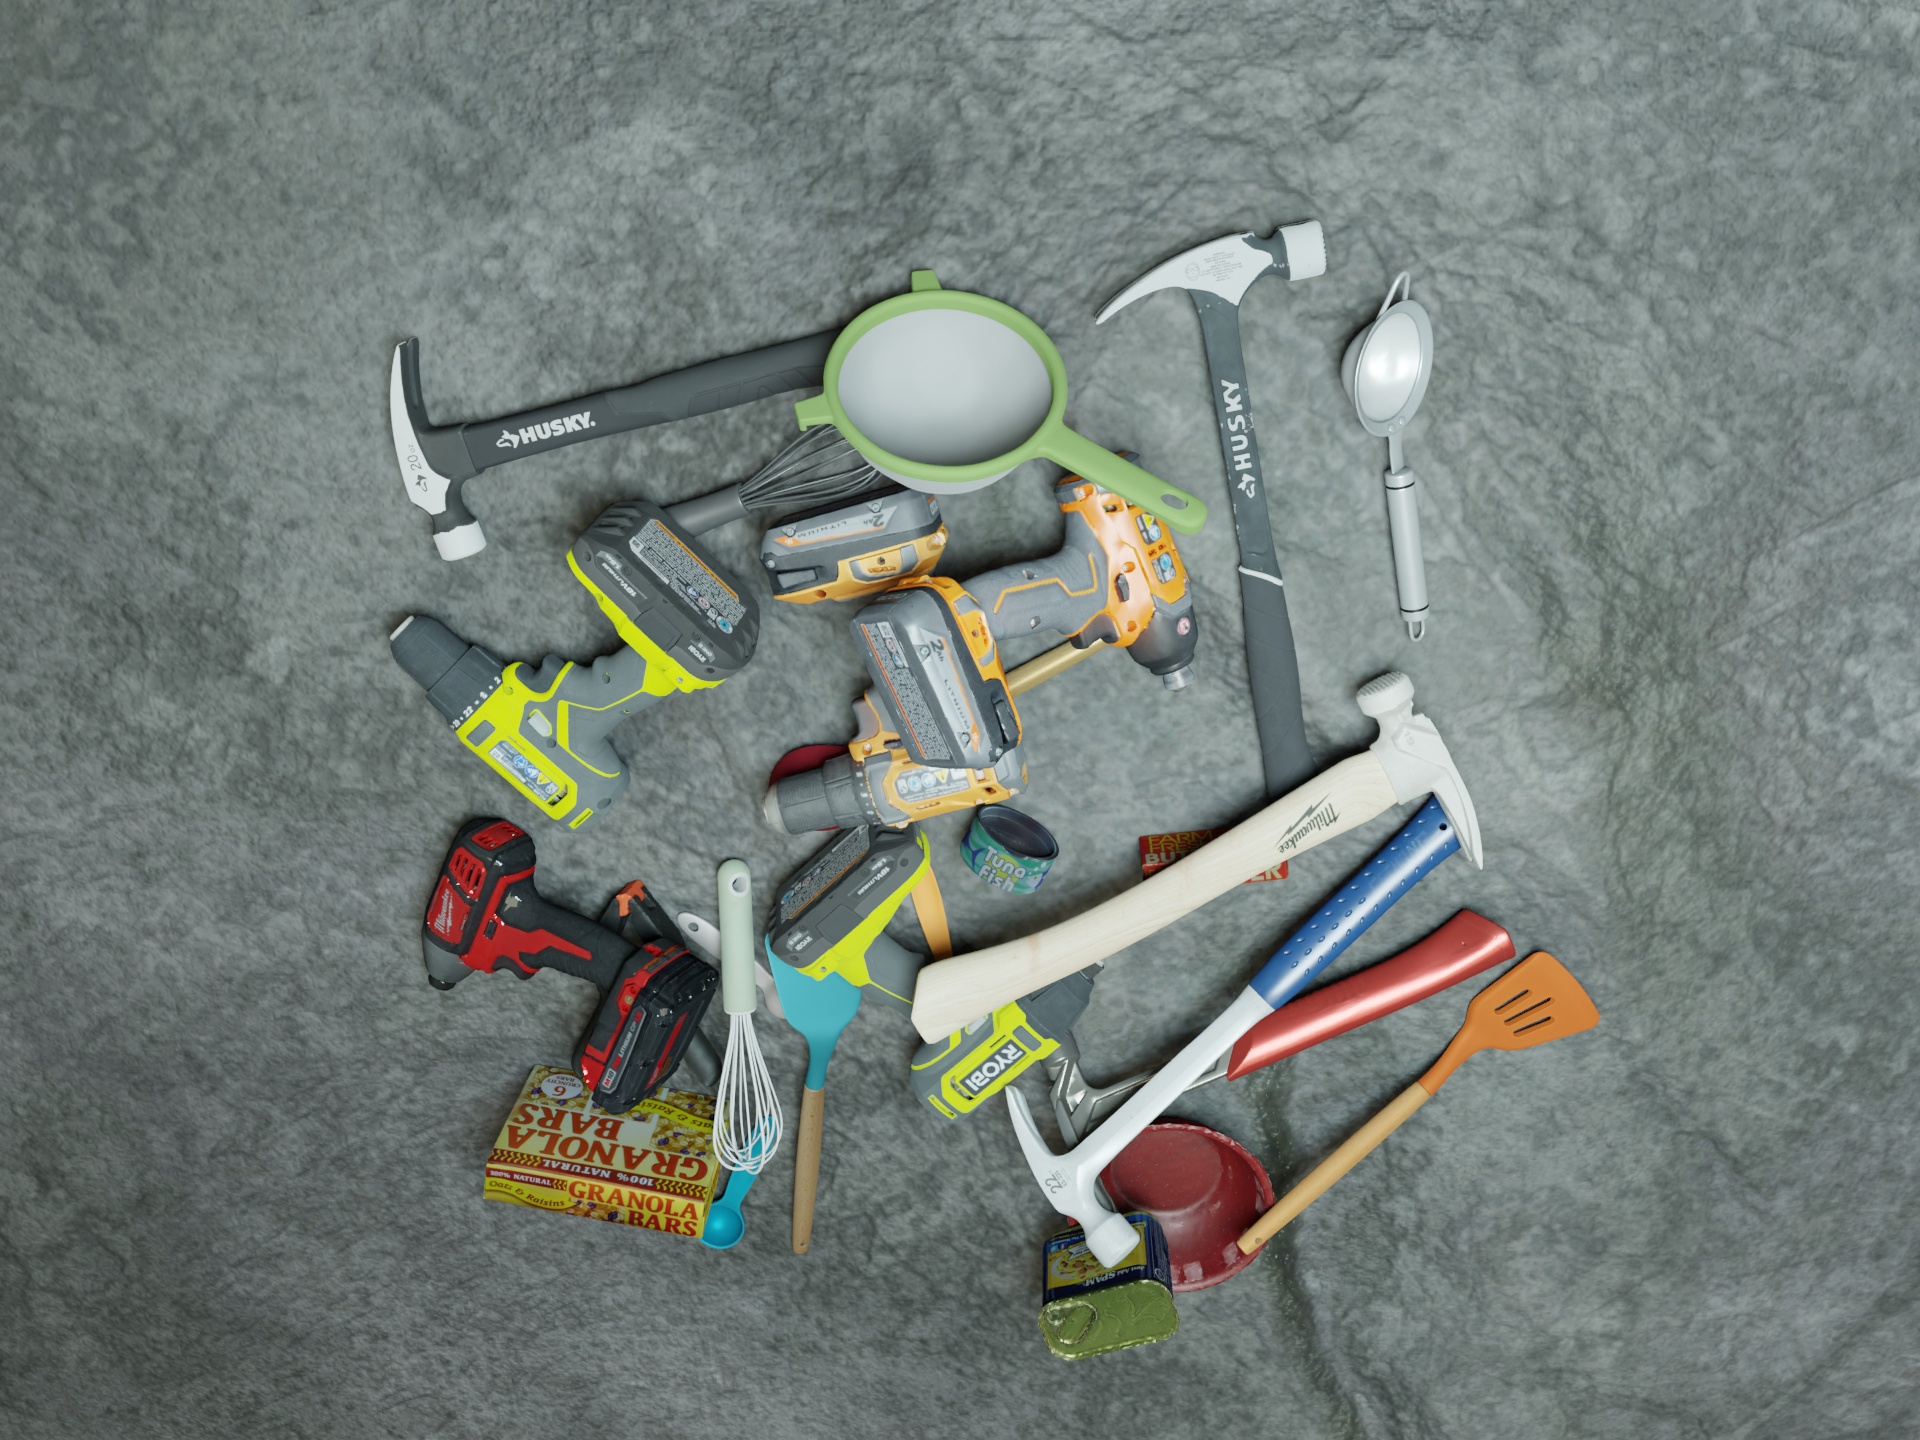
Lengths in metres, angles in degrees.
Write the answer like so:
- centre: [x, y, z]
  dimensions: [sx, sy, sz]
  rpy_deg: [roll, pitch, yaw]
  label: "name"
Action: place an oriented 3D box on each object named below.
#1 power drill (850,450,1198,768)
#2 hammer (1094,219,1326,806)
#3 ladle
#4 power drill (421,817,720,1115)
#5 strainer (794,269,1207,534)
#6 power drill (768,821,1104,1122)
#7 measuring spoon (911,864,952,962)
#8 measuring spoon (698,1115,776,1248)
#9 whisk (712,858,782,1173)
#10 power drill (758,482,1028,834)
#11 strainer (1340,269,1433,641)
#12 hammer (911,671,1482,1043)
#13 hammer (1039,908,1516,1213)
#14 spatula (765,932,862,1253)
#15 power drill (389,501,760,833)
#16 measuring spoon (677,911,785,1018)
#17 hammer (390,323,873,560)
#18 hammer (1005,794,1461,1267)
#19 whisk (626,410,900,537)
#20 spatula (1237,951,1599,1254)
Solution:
- centre: [0.058, -0.055, 1.021]
  dimensions: [0.226, 0.084, 0.164]
  rpy_deg: [-33, 106, -28]
  label: "power drill"
- centre: [0.195, -0.116, 1.073]
  dimensions: [0.149, 0.036, 0.408]
  rpy_deg: [-10, 111, 8]
  label: "hammer"
- centre: [-0.002, -0.004, 1.133]
  dimensions: [0.315, 0.031, 0.069]
  rpy_deg: [-28, 108, 12]
  label: "ladle"
- centre: [-0.300, 0.183, 1.172]
  dimensions: [0.220, 0.078, 0.143]
  rpy_deg: [32, 111, 12]
  label: "power drill"
- centre: [0.034, -0.169, 0.993]
  dimensions: [0.256, 0.151, 0.069]
  rpy_deg: [30, 153, 11]
  label: "strainer"
- centre: [-0.016, 0.176, 1.168]
  dimensions: [0.171, 0.080, 0.223]
  rpy_deg: [-42, 111, 10]
  label: "power drill"
- centre: [-0.020, 0.151, 1.205]
  dimensions: [0.021, 0.011, 0.116]
  rpy_deg: [-15, 107, 1]
  label: "measuring spoon"
- centre: [-0.179, 0.373, 1.301]
  dimensions: [0.042, 0.021, 0.128]
  rpy_deg: [25, 102, -6]
  label: "measuring spoon"
- centre: [-0.167, 0.225, 1.204]
  dimensions: [0.057, 0.059, 0.246]
  rpy_deg: [-7, 99, -32]
  label: "whisk"
- centre: [-0.069, -0.033, 1.083]
  dimensions: [0.185, 0.084, 0.226]
  rpy_deg: [-15, 104, 9]
  label: "power drill"
- centre: [0.285, -0.167, 1.045]
  dimensions: [0.087, 0.050, 0.258]
  rpy_deg: [-32, 121, -32]
  label: "strainer"
- centre: [0.155, 0.125, 1.103]
  dimensions: [0.410, 0.038, 0.146]
  rpy_deg: [-28, 99, 5]
  label: "hammer"
- centre: [0.241, 0.241, 1.181]
  dimensions: [0.359, 0.036, 0.149]
  rpy_deg: [-24, 69, 6]
  label: "hammer"
- centre: [-0.118, 0.298, 1.255]
  dimensions: [0.082, 0.044, 0.317]
  rpy_deg: [-6, 122, -23]
  label: "spatula"
- centre: [-0.267, -0.044, 1.089]
  dimensions: [0.228, 0.080, 0.190]
  rpy_deg: [-37, 107, 29]
  label: "power drill"
- centre: [-0.169, 0.189, 1.222]
  dimensions: [0.124, 0.018, 0.034]
  rpy_deg: [40, 109, -12]
  label: "measuring spoon"
- centre: [-0.216, -0.214, 1.054]
  dimensions: [0.335, 0.035, 0.146]
  rpy_deg: [-13, 111, 8]
  label: "hammer"
- centre: [0.206, 0.203, 1.150]
  dimensions: [0.405, 0.035, 0.144]
  rpy_deg: [-44, 67, 3]
  label: "hammer"
- centre: [-0.148, -0.152, 1.072]
  dimensions: [0.239, 0.055, 0.055]
  rpy_deg: [-19, 110, 15]
  label: "whisk"
- centre: [0.337, 0.299, 1.206]
  dimensions: [0.322, 0.041, 0.081]
  rpy_deg: [-42, 105, 1]
  label: "spatula"
